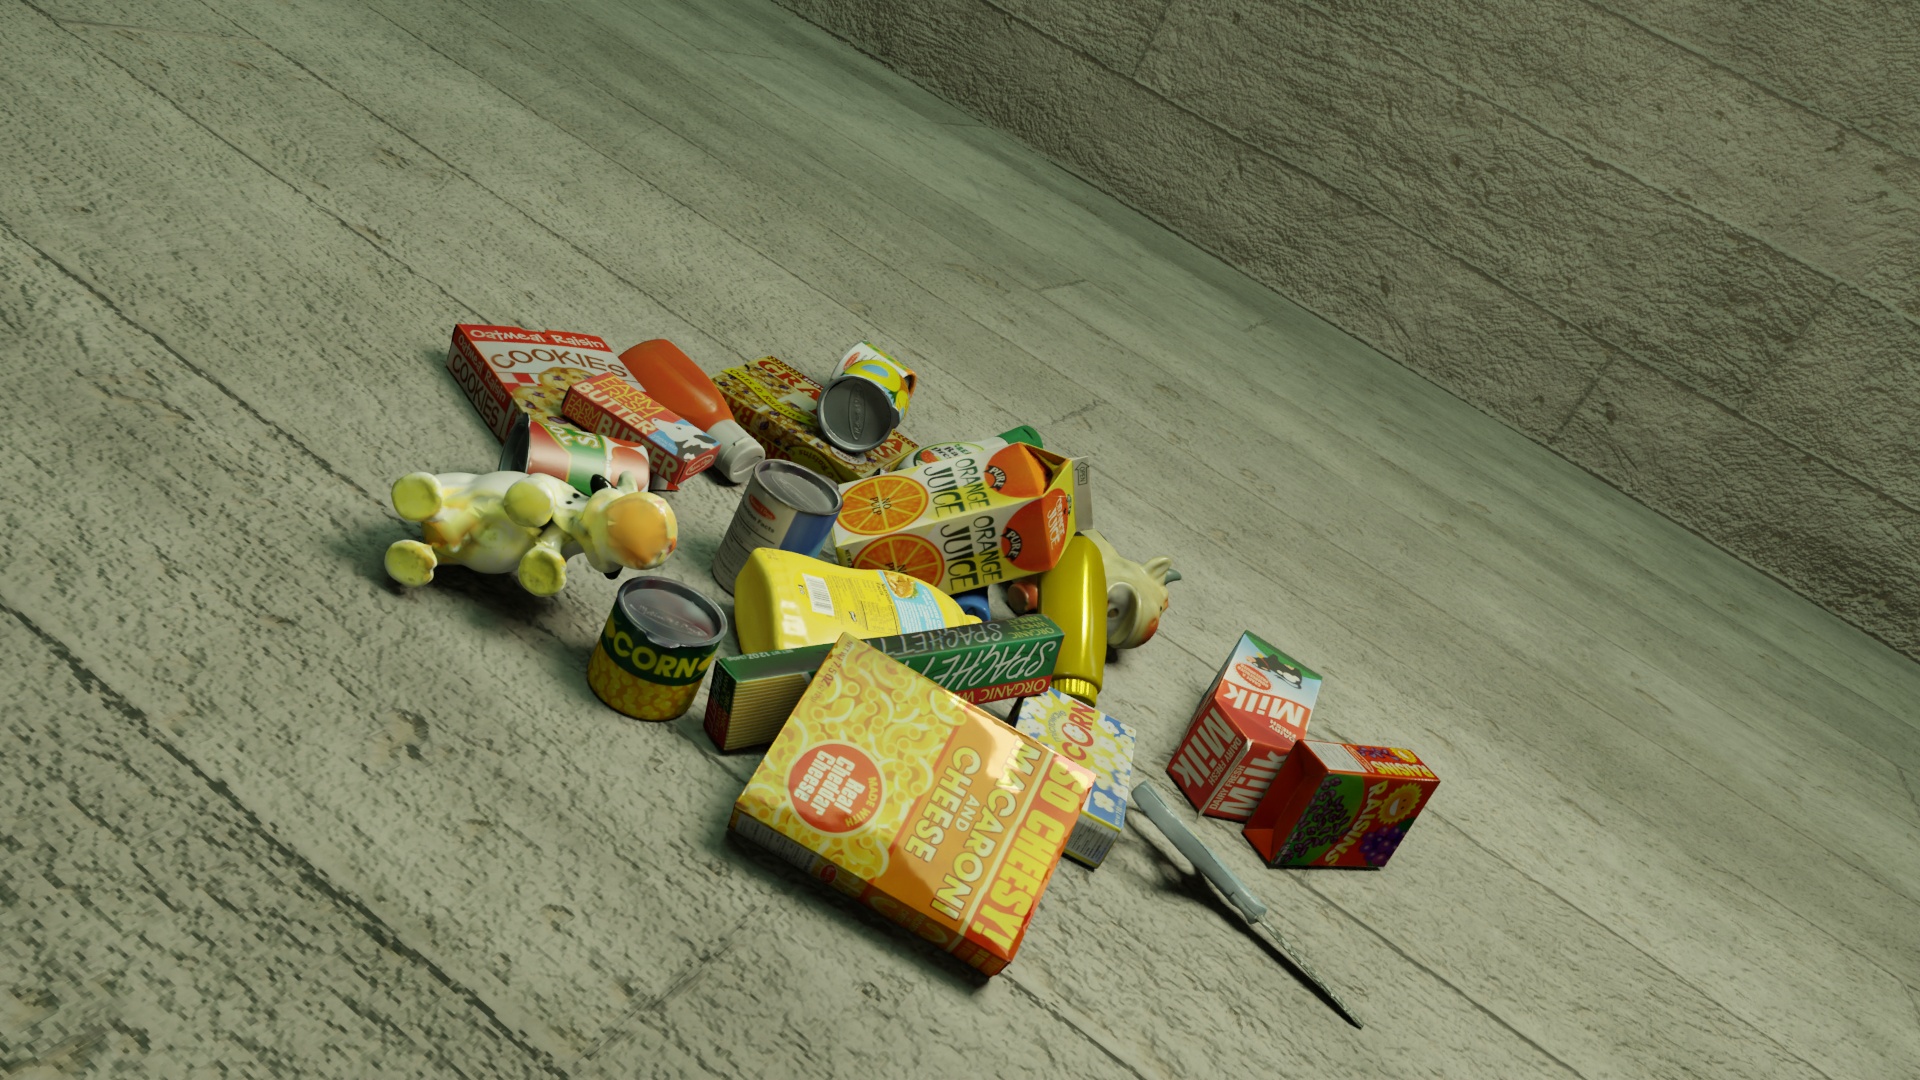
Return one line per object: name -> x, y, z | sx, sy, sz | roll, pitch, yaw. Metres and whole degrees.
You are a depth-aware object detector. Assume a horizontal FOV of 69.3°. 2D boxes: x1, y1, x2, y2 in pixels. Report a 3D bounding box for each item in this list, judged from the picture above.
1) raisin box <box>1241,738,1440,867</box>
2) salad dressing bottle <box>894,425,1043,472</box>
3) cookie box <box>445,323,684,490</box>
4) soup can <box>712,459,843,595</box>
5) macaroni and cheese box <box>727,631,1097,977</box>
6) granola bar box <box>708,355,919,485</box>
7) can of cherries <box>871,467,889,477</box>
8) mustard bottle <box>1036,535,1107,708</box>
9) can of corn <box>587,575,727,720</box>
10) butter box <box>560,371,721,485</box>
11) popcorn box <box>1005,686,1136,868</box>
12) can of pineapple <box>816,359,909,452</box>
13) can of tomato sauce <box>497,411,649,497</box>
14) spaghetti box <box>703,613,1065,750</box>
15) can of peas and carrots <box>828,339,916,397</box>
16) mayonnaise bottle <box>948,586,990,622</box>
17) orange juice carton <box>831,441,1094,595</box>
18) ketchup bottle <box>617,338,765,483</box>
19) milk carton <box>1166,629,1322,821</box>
raisin box -> 0.273, 0.190, 0.995 | 0.123, 0.085, 0.040 | 10, 25, -33
salad dressing bottle -> 0.009, -0.065, 1.223 | 0.148, 0.043, 0.064 | -24, 60, -37
cookie box -> -0.294, -0.102, 1.043 | 0.123, 0.040, 0.168 | -1, 37, -46
soup can -> -0.126, -0.005, 0.971 | 0.071, 0.083, 0.071 | 23, 25, -11
macaroni and cheese box -> -0.025, 0.144, 0.770 | 0.166, 0.040, 0.124 | 29, 57, 2
granola bar box -> -0.132, -0.096, 1.199 | 0.166, 0.039, 0.125 | 32, 24, 9
can of cherries -> -0.051, -0.016, 1.095 | 0.058, 0.071, 0.072 | 23, 25, -11
mustard bottle -> 0.081, 0.076, 1.026 | 0.065, 0.049, 0.161 | 58, 30, -52
can of corn -> -0.179, 0.064, 0.813 | 0.071, 0.058, 0.071 | 23, 25, -11
butter box -> -0.229, -0.081, 0.995 | 0.103, 0.024, 0.053 | 32, 25, 6
popcorn box -> 0.067, 0.151, 0.918 | 0.085, 0.038, 0.127 | 26, 24, 0
can of pineapple -> -0.079, -0.112, 1.156 | 0.071, 0.070, 0.058 | 28, 25, 1
can of tomato sauce -> -0.259, -0.043, 0.929 | 0.083, 0.071, 0.071 | 12, 29, -33
spaghetti box -> -0.040, 0.085, 0.876 | 0.251, 0.050, 0.029 | -5, 31, -36
can of peas and carrots -> -0.083, -0.147, 1.319 | 0.059, 0.070, 0.071 | 35, 25, 15
mayonnaise bottle -> 0.002, 0.021, 1.082 | 0.041, 0.064, 0.149 | 16, 30, -12
orange juice carton -> 0.004, -0.013, 1.016 | 0.193, 0.071, 0.073 | -14, 39, -4
ketchup bottle -> -0.216, -0.103, 1.114 | 0.065, 0.043, 0.149 | -32, 60, -31
milk carton -> 0.213, 0.143, 1.042 | 0.073, 0.072, 0.191 | 32, 25, 9
